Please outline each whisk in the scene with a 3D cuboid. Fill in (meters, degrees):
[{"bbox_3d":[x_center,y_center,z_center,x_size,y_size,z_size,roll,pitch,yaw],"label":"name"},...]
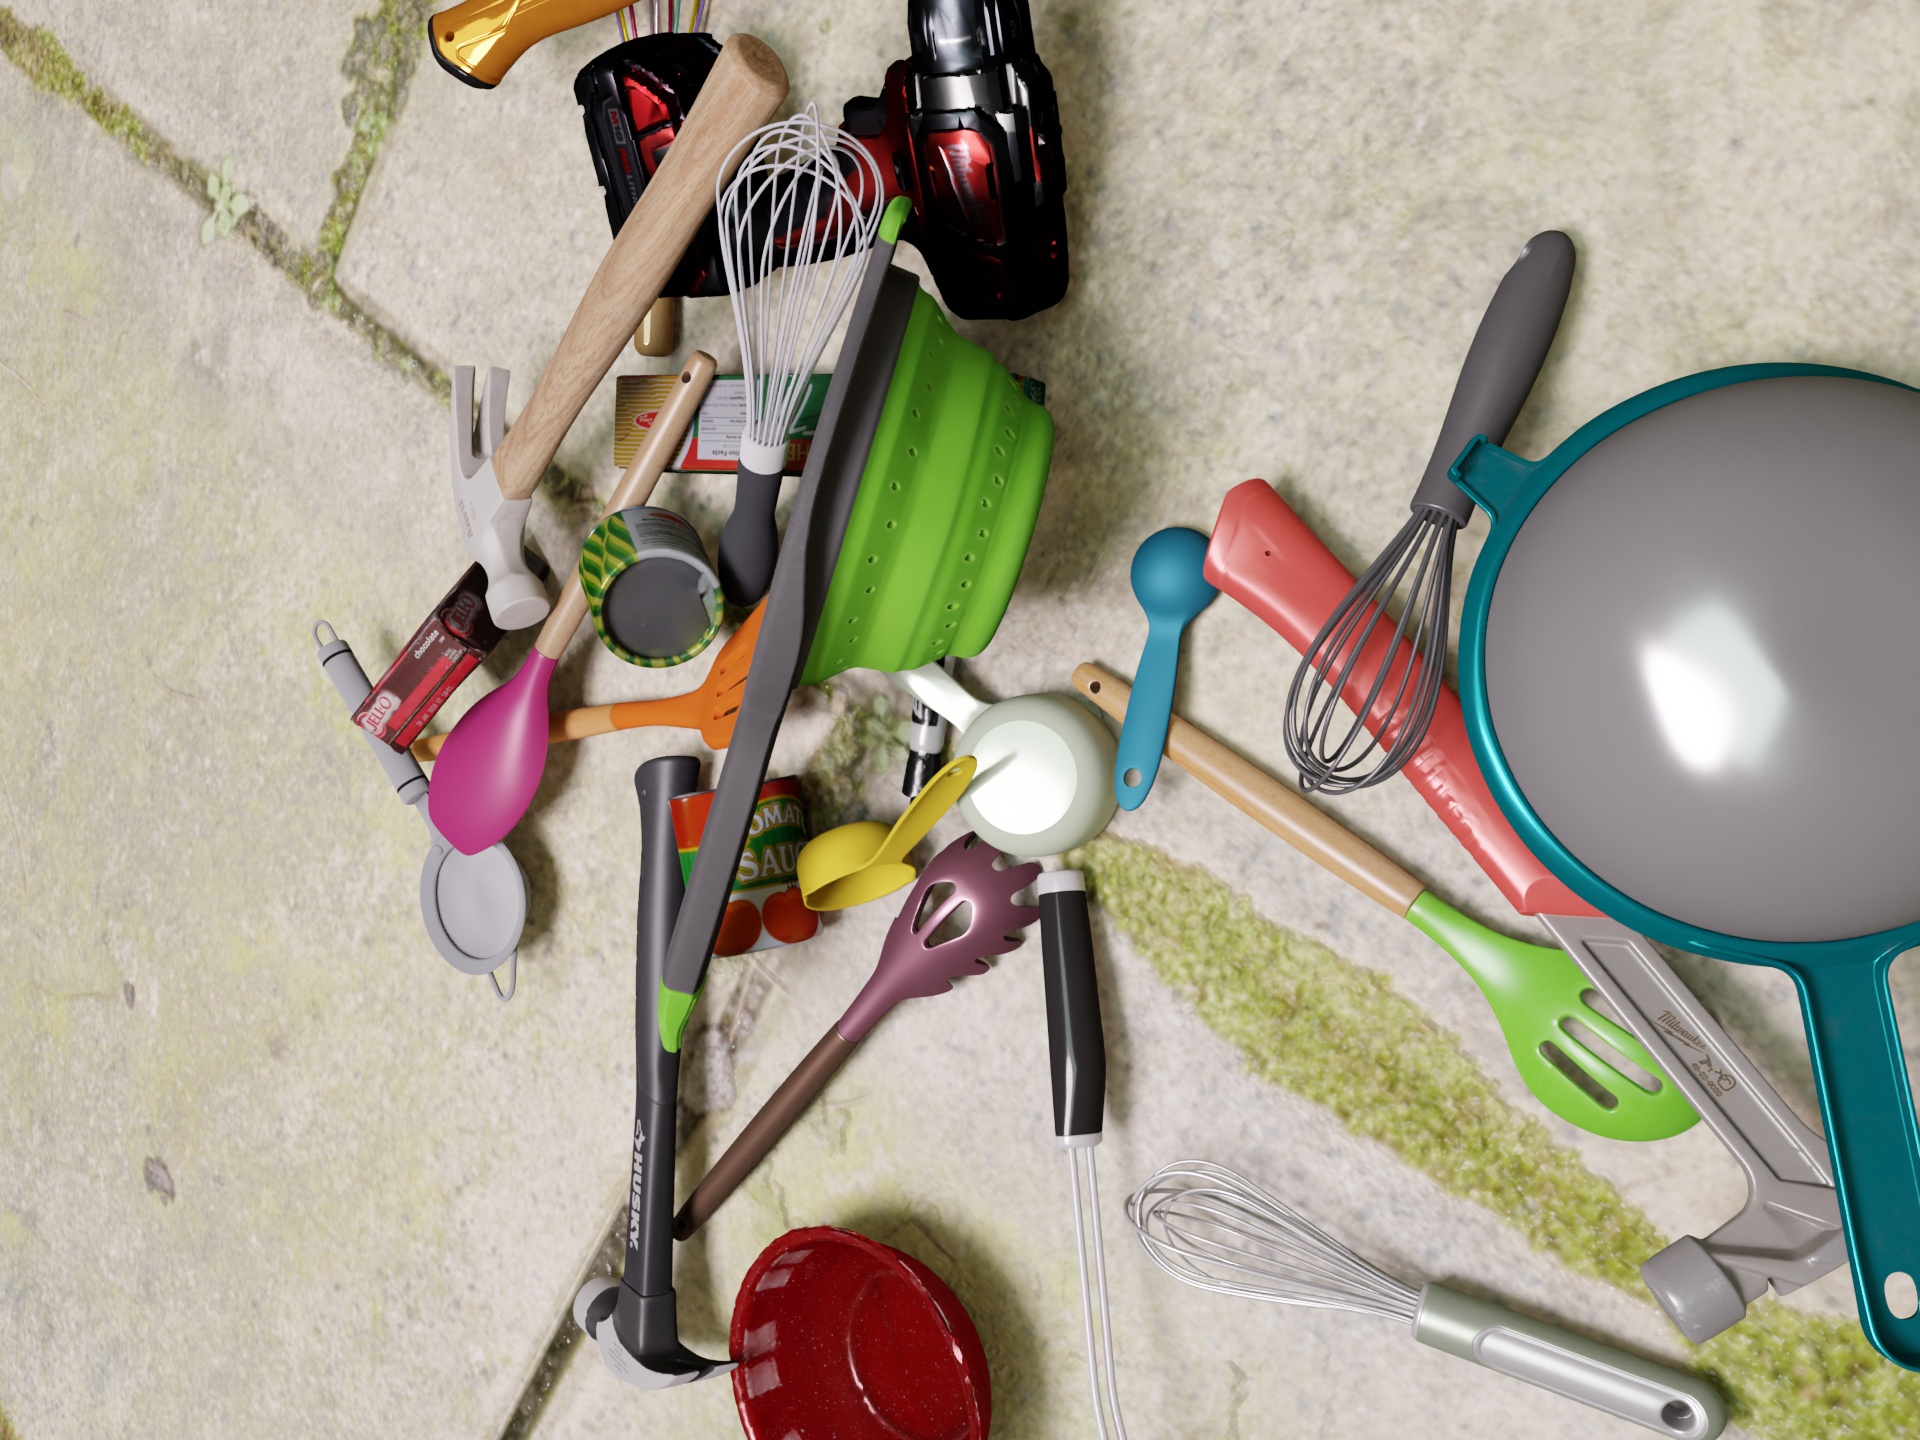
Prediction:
[{"bbox_3d":[-0.086,-0.150,0.727,0.070,0.070,0.284,46,145,20],"label":"whisk"},{"bbox_3d":[-0.163,-0.315,0.829,0.051,0.047,0.245,8,101,29],"label":"whisk"},{"bbox_3d":[0.182,-0.080,0.602,0.055,0.055,0.239,21,85,28],"label":"whisk"},{"bbox_3d":[0.182,0.240,0.655,0.246,0.059,0.058,14,101,25],"label":"whisk"}]

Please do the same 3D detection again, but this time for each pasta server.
[{"bbox_3d":[-0.066,0.173,0.815,0.060,0.040,0.316,49,119,19],"label":"pasta server"}]

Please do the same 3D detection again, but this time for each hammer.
[{"bbox_3d":[-0.172,-0.186,0.754,0.331,0.031,0.130,-43,63,41],"label":"hammer"},{"bbox_3d":[-0.117,-0.388,0.757,0.337,0.034,0.127,-13,98,22],"label":"hammer"},{"bbox_3d":[0.220,0.039,0.610,0.149,0.036,0.359,-36,68,3],"label":"hammer"},{"bbox_3d":[-0.159,0.185,0.846,0.146,0.035,0.335,4,91,56],"label":"hammer"}]

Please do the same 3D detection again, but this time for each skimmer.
[{"bbox_3d":[0.038,0.254,0.726,0.090,0.127,0.363,-16,74,47],"label":"skimmer"}]

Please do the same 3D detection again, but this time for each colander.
[{"bbox_3d":[-0.044,-0.017,0.695,0.094,0.205,0.397,17,109,-7],"label":"colander"}]

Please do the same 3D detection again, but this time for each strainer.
[{"bbox_3d":[0.282,0.039,0.505,0.211,0.095,0.340,-9,82,11],"label":"strainer"},{"bbox_3d":[-0.313,0.047,0.931,0.087,0.050,0.258,-37,81,26],"label":"strainer"}]

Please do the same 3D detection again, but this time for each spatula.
[{"bbox_3d":[-0.212,-0.003,0.881,0.322,0.041,0.081,-9,65,33],"label":"spatula"}]

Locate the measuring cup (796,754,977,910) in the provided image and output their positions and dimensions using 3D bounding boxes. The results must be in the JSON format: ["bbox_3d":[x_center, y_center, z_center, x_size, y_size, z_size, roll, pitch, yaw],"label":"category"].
[{"bbox_3d":[-0.032,0.045,0.742,0.156,0.062,0.029,-50,53,49],"label":"measuring cup"}]

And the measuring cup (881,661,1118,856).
[{"bbox_3d":[-0.001,-0.002,0.736,0.168,0.038,0.083,39,102,12],"label":"measuring cup"}]

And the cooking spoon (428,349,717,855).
[{"bbox_3d":[-0.210,-0.058,0.849,0.069,0.017,0.319,40,110,19],"label":"cooking spoon"}]

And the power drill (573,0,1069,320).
[{"bbox_3d":[-0.061,-0.276,0.715,0.227,0.080,0.187,9,126,29],"label":"power drill"}]

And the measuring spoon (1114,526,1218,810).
[{"bbox_3d":[0.083,-0.024,0.695,0.042,0.021,0.128,10,85,28],"label":"measuring spoon"}]

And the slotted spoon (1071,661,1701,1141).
[{"bbox_3d":[0.167,0.063,0.664,0.314,0.031,0.070,37,105,26],"label":"slotted spoon"}]
